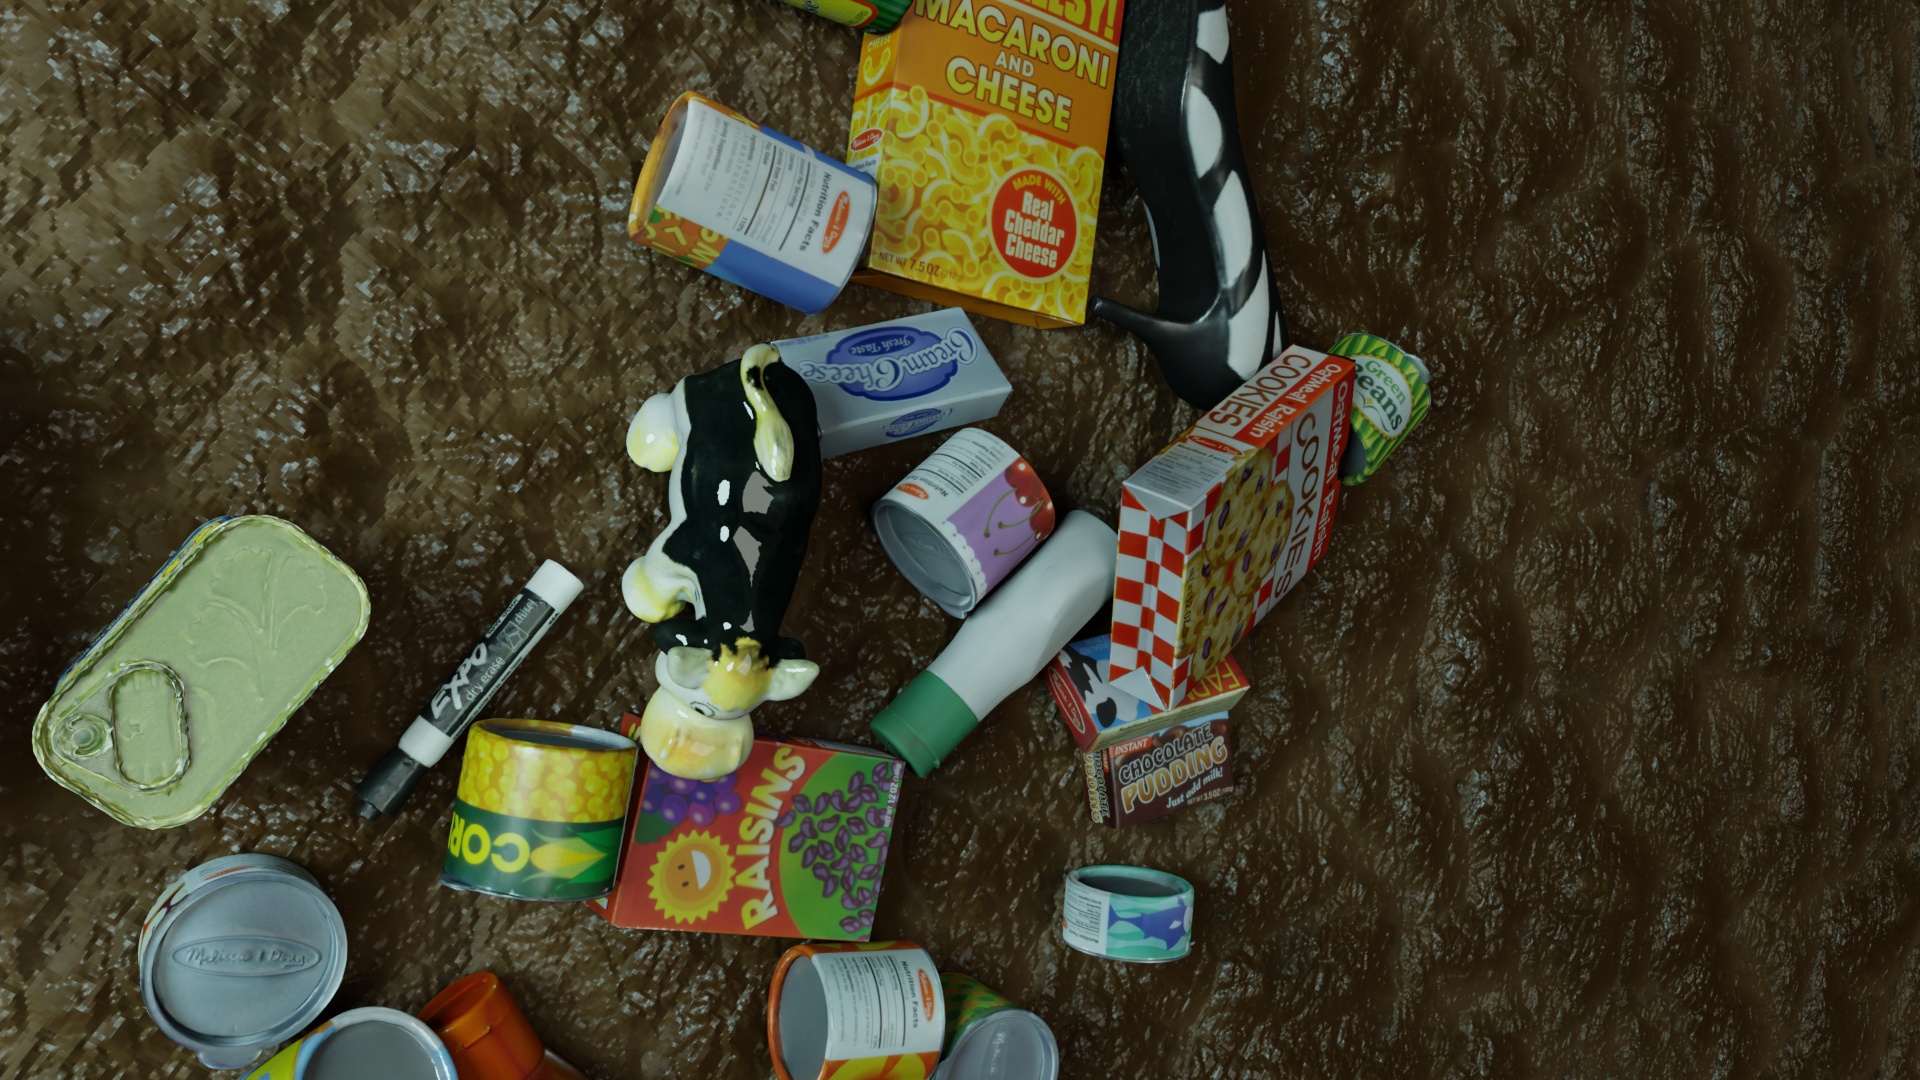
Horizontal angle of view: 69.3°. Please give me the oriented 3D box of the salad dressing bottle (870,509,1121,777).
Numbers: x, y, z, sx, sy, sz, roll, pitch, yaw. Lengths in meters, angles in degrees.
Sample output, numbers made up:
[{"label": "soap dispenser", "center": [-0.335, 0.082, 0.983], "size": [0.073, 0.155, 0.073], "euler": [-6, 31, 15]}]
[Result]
[{"label": "salad dressing bottle", "center": [0.021, 0.049, 0.669], "size": [0.044, 0.064, 0.148], "euler": [42, 74, 13]}]

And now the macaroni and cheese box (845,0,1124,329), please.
[{"label": "macaroni and cheese box", "center": [0.012, -0.195, 0.657], "size": [0.124, 0.040, 0.166], "euler": [8, 89, -33]}]

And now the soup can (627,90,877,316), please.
[{"label": "soup can", "center": [-0.089, -0.140, 0.582], "size": [0.084, 0.071, 0.071], "euler": [20, 82, -27]}]

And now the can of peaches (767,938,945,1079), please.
[{"label": "can of peaches", "center": [-0.049, 0.217, 0.629], "size": [0.058, 0.071, 0.071], "euler": [8, 89, -32]}]

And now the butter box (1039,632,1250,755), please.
[{"label": "butter box", "center": [0.096, 0.072, 0.720], "size": [0.104, 0.024, 0.053], "euler": [-12, 60, -31]}]

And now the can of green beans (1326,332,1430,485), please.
[{"label": "can of green beans", "center": [0.219, -0.073, 0.780], "size": [0.058, 0.071, 0.071], "euler": [-44, 114, -22]}]

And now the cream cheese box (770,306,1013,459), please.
[{"label": "cream cheese box", "center": [-0.033, -0.073, 0.631], "size": [0.104, 0.024, 0.053], "euler": [-16, 64, -30]}]

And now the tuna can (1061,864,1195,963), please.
[{"label": "tuna can", "center": [0.088, 0.190, 0.711], "size": [0.071, 0.071, 0.033], "euler": [4, 91, -32]}]

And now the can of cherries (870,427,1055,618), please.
[{"label": "can of cherries", "center": [0.002, -0.008, 0.648], "size": [0.058, 0.071, 0.071], "euler": [-43, 114, -24]}]

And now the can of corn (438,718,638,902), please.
[{"label": "can of corn", "center": [-0.166, 0.104, 0.545], "size": [0.071, 0.071, 0.058], "euler": [11, 88, -32]}]

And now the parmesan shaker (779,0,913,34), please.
[{"label": "parmesan shaker", "center": [-0.069, -0.260, 0.584], "size": [0.103, 0.071, 0.071], "euler": [9, 88, -33]}]

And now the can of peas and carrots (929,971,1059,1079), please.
[{"label": "can of peas and carrots", "center": [0.002, 0.248, 0.665], "size": [0.071, 0.058, 0.071], "euler": [-2, 94, -31]}]

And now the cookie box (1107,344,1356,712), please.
[{"label": "cookie box", "center": [0.139, -0.010, 0.700], "size": [0.168, 0.040, 0.122], "euler": [-37, 139, -39]}]

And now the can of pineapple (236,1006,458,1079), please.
[{"label": "can of pineapple", "center": [-0.225, 0.212, 0.502], "size": [0.071, 0.057, 0.071], "euler": [38, 32, -30]}]

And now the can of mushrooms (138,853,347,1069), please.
[{"label": "can of mushrooms", "center": [-0.263, 0.152, 0.508], "size": [0.071, 0.033, 0.071], "euler": [-2, 94, -33]}]

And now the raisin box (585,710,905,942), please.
[{"label": "raisin box", "center": [-0.093, 0.127, 0.610], "size": [0.123, 0.040, 0.086], "euler": [14, 85, -33]}]

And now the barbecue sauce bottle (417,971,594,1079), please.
[{"label": "barbecue sauce bottle", "center": [-0.168, 0.245, 0.567], "size": [0.065, 0.043, 0.148], "euler": [-33, 109, -24]}]

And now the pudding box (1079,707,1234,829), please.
[{"label": "pudding box", "center": [0.105, 0.118, 0.739], "size": [0.084, 0.030, 0.049], "euler": [-9, 97, -32]}]
